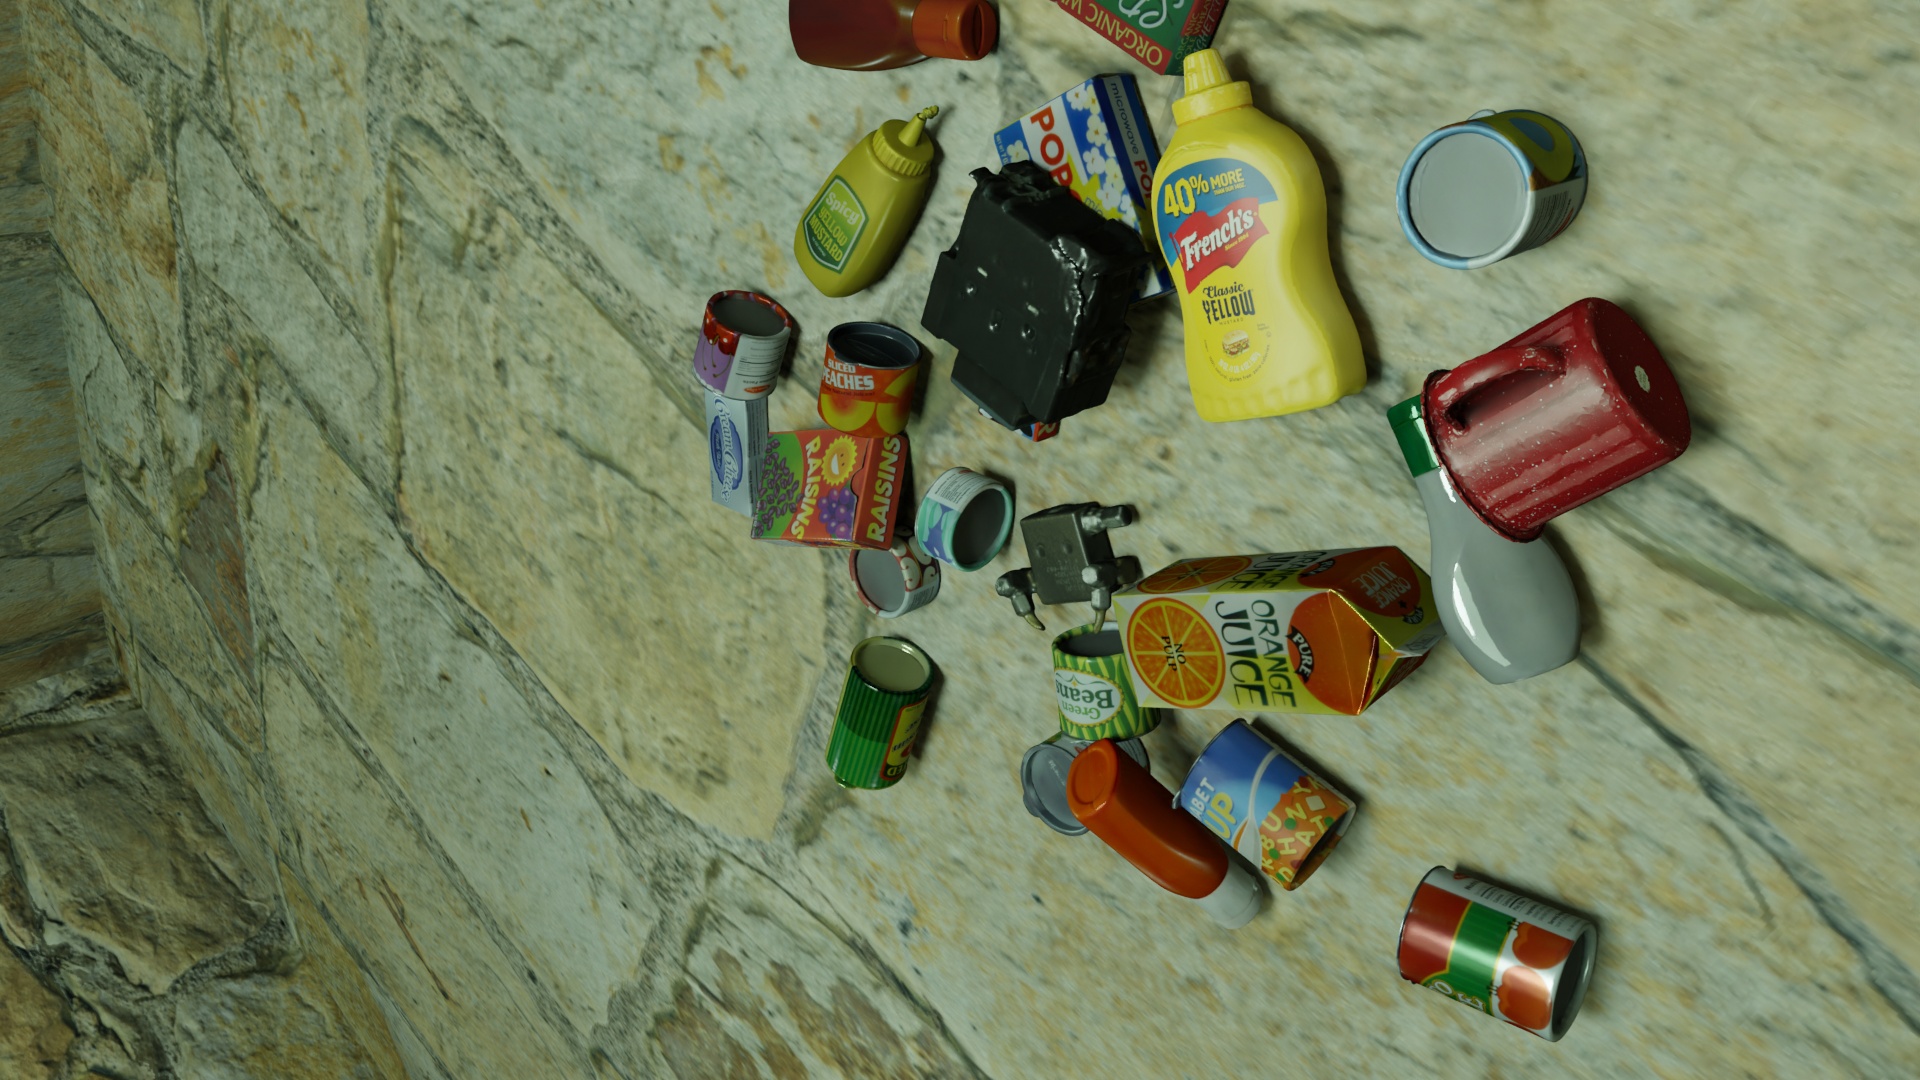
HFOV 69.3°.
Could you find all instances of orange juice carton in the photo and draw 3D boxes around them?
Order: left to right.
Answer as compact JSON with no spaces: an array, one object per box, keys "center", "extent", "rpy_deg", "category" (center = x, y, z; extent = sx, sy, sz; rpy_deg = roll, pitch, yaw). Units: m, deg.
[{"center":[0.185,0.050,0.777],"extent":[0.192,0.072,0.073],"rpy_deg":[-5,104,47],"category":"orange juice carton"}]

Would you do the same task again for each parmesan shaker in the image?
[{"center":[-0.063,0.134,1.067],"extent":[0.071,0.071,0.102],"rpy_deg":[39,131,28],"category":"parmesan shaker"}]

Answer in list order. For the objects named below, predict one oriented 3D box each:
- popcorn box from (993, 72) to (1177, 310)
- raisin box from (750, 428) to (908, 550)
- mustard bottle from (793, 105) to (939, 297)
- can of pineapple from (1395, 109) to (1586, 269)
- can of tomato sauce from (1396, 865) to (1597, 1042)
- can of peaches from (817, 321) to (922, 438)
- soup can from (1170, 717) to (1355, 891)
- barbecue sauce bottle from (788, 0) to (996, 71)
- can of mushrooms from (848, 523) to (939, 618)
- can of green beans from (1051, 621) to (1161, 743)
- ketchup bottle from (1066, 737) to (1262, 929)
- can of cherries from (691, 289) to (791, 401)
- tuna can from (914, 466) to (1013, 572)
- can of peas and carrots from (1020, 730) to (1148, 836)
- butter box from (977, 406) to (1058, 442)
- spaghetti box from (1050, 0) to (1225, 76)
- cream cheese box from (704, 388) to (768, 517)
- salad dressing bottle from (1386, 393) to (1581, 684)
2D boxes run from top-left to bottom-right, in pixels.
[{"center":[0.077,-0.194,0.806],"extent":[0.085,0.038,0.126],"rpy_deg":[-14,96,48],"category":"popcorn box"},{"center":[-0.098,-0.038,1.028],"extent":[0.123,0.040,0.086],"rpy_deg":[2,79,45],"category":"raisin box"},{"center":[-0.057,-0.230,0.920],"extent":[0.065,0.049,0.159],"rpy_deg":[53,136,12],"category":"mustard bottle"},{"center":[0.241,-0.162,0.638],"extent":[0.071,0.058,0.070],"rpy_deg":[21,121,39],"category":"can of pineapple"},{"center":[0.288,0.223,0.749],"extent":[0.083,0.071,0.071],"rpy_deg":[15,117,40],"category":"can of tomato sauce"},{"center":[-0.065,-0.111,0.963],"extent":[0.071,0.071,0.057],"rpy_deg":[36,131,29],"category":"can of peaches"},{"center":[0.180,0.159,0.829],"extent":[0.084,0.071,0.071],"rpy_deg":[38,130,28],"category":"soup can"},{"center":[-0.044,-0.325,0.871],"extent":[0.149,0.044,0.064],"rpy_deg":[22,122,38],"category":"barbecue sauce bottle"},{"center":[-0.051,0.021,1.034],"extent":[0.071,0.033,0.070],"rpy_deg":[21,122,39],"category":"can of mushrooms"},{"center":[0.093,0.090,0.891],"extent":[0.071,0.071,0.057],"rpy_deg":[8,112,43],"category":"can of green beans"},{"center":[0.130,0.188,0.865],"extent":[0.043,0.065,0.148],"rpy_deg":[-39,113,22],"category":"ketchup bottle"},{"center":[-0.168,-0.150,1.054],"extent":[0.071,0.072,0.058],"rpy_deg":[43,132,25],"category":"can of cherries"},{"center":[0.003,-0.012,0.940],"extent":[0.033,0.071,0.070],"rpy_deg":[25,124,36],"category":"tuna can"},{"center":[0.083,0.158,0.937],"extent":[0.071,0.059,0.070],"rpy_deg":[21,121,39],"category":"can of peas and carrots"},{"center":[0.042,-0.119,0.885],"extent":[0.053,0.024,0.103],"rpy_deg":[30,126,34],"category":"butter box"},{"center":[0.044,-0.344,0.784],"extent":[0.250,0.029,0.049],"rpy_deg":[44,134,24],"category":"spaghetti box"},{"center":[-0.181,-0.075,1.132],"extent":[0.053,0.024,0.103],"rpy_deg":[20,121,37],"category":"cream cheese box"},{"center":[0.258,-0.004,0.693],"extent":[0.044,0.064,0.147],"rpy_deg":[55,-166,-83],"category":"salad dressing bottle"}]
